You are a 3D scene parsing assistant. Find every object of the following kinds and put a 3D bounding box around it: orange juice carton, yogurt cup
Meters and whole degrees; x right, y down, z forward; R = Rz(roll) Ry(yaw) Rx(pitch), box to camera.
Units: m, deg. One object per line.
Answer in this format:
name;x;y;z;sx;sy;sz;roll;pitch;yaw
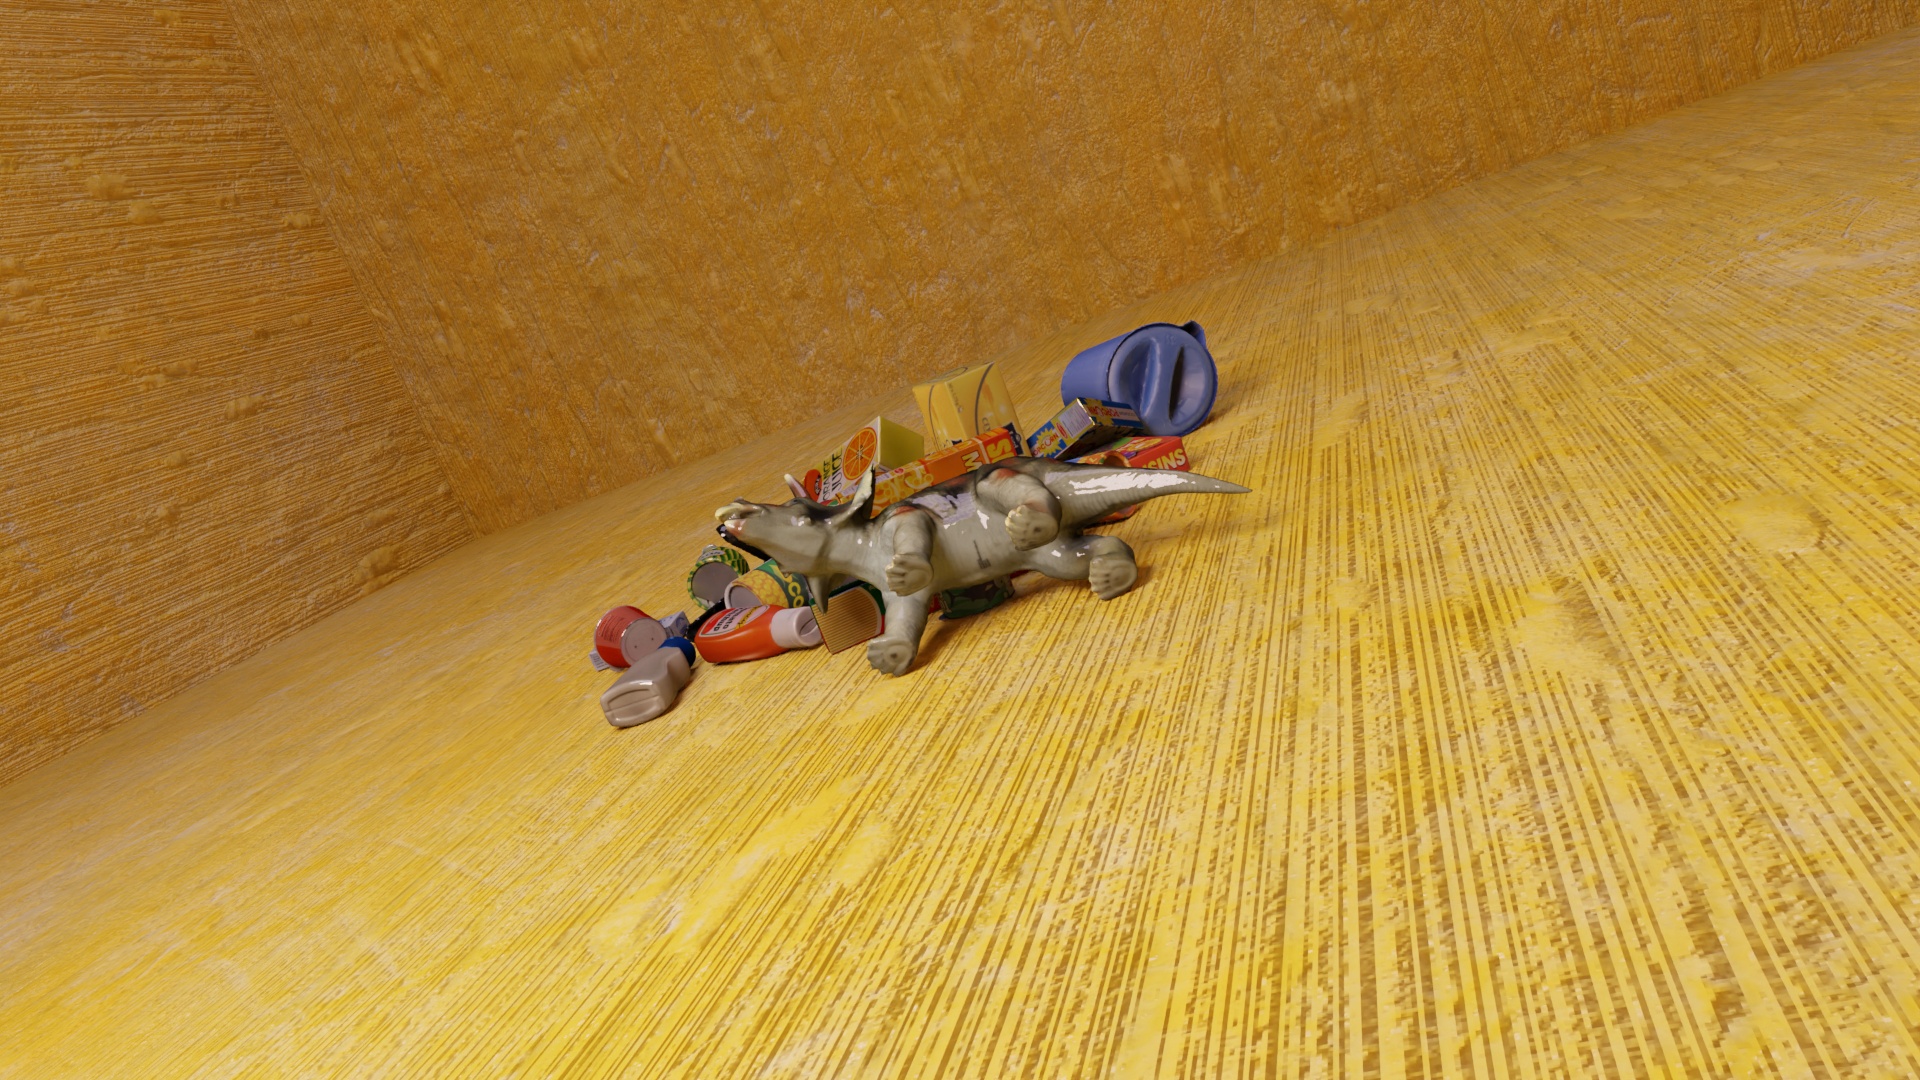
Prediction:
orange juice carton;-0.131;-0.068;1.711;0.192;0.072;0.073;-33;46;39
yogurt cup;-0.346;0.105;1.469;0.073;0.072;0.054;-29;21;-33

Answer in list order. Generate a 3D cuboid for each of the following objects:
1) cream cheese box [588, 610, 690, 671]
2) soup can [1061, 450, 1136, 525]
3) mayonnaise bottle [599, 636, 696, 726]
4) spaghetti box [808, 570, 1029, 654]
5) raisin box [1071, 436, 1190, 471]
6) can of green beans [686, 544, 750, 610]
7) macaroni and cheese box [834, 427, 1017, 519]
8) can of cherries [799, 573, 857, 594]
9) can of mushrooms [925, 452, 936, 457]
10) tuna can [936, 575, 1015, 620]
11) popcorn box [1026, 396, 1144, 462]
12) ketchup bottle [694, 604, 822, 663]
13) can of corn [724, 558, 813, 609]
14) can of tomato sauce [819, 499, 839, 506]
cream cheese box;-0.357;0.112;1.548;0.104;0.024;0.053;-20;13;10
soup can;0.119;-0.047;1.320;0.083;0.071;0.072;-11;15;39
mayonnaise bottle;-0.286;0.129;1.307;0.065;0.041;0.148;-18;11;9
spaghetti box;-0.012;0.029;1.244;0.250;0.050;0.029;-23;13;-7
raisin box;0.166;-0.075;1.429;0.086;0.040;0.123;-25;13;-19
can of green beans;-0.281;0.045;1.613;0.071;0.071;0.058;-21;12;3
macaroni and cheese box;-0.014;-0.016;1.272;0.167;0.123;0.040;-23;14;-7
can of cherries;-0.141;0.028;1.430;0.058;0.071;0.072;-12;15;38
can of mushrooms;-0.036;-0.075;1.717;0.033;0.071;0.071;-17;12;29
tuna can;0.009;0.041;1.198;0.071;0.032;0.071;-20;11;4
popcorn box;0.134;-0.112;1.498;0.085;0.038;0.127;-39;-19;27
ketchup bottle;-0.187;0.086;1.314;0.148;0.043;0.065;-9;26;46
can of corn;-0.193;0.059;1.399;0.071;0.071;0.058;-10;17;45
can of tomato sauce;-0.129;-0.018;1.631;0.071;0.071;0.083;-29;14;-33
